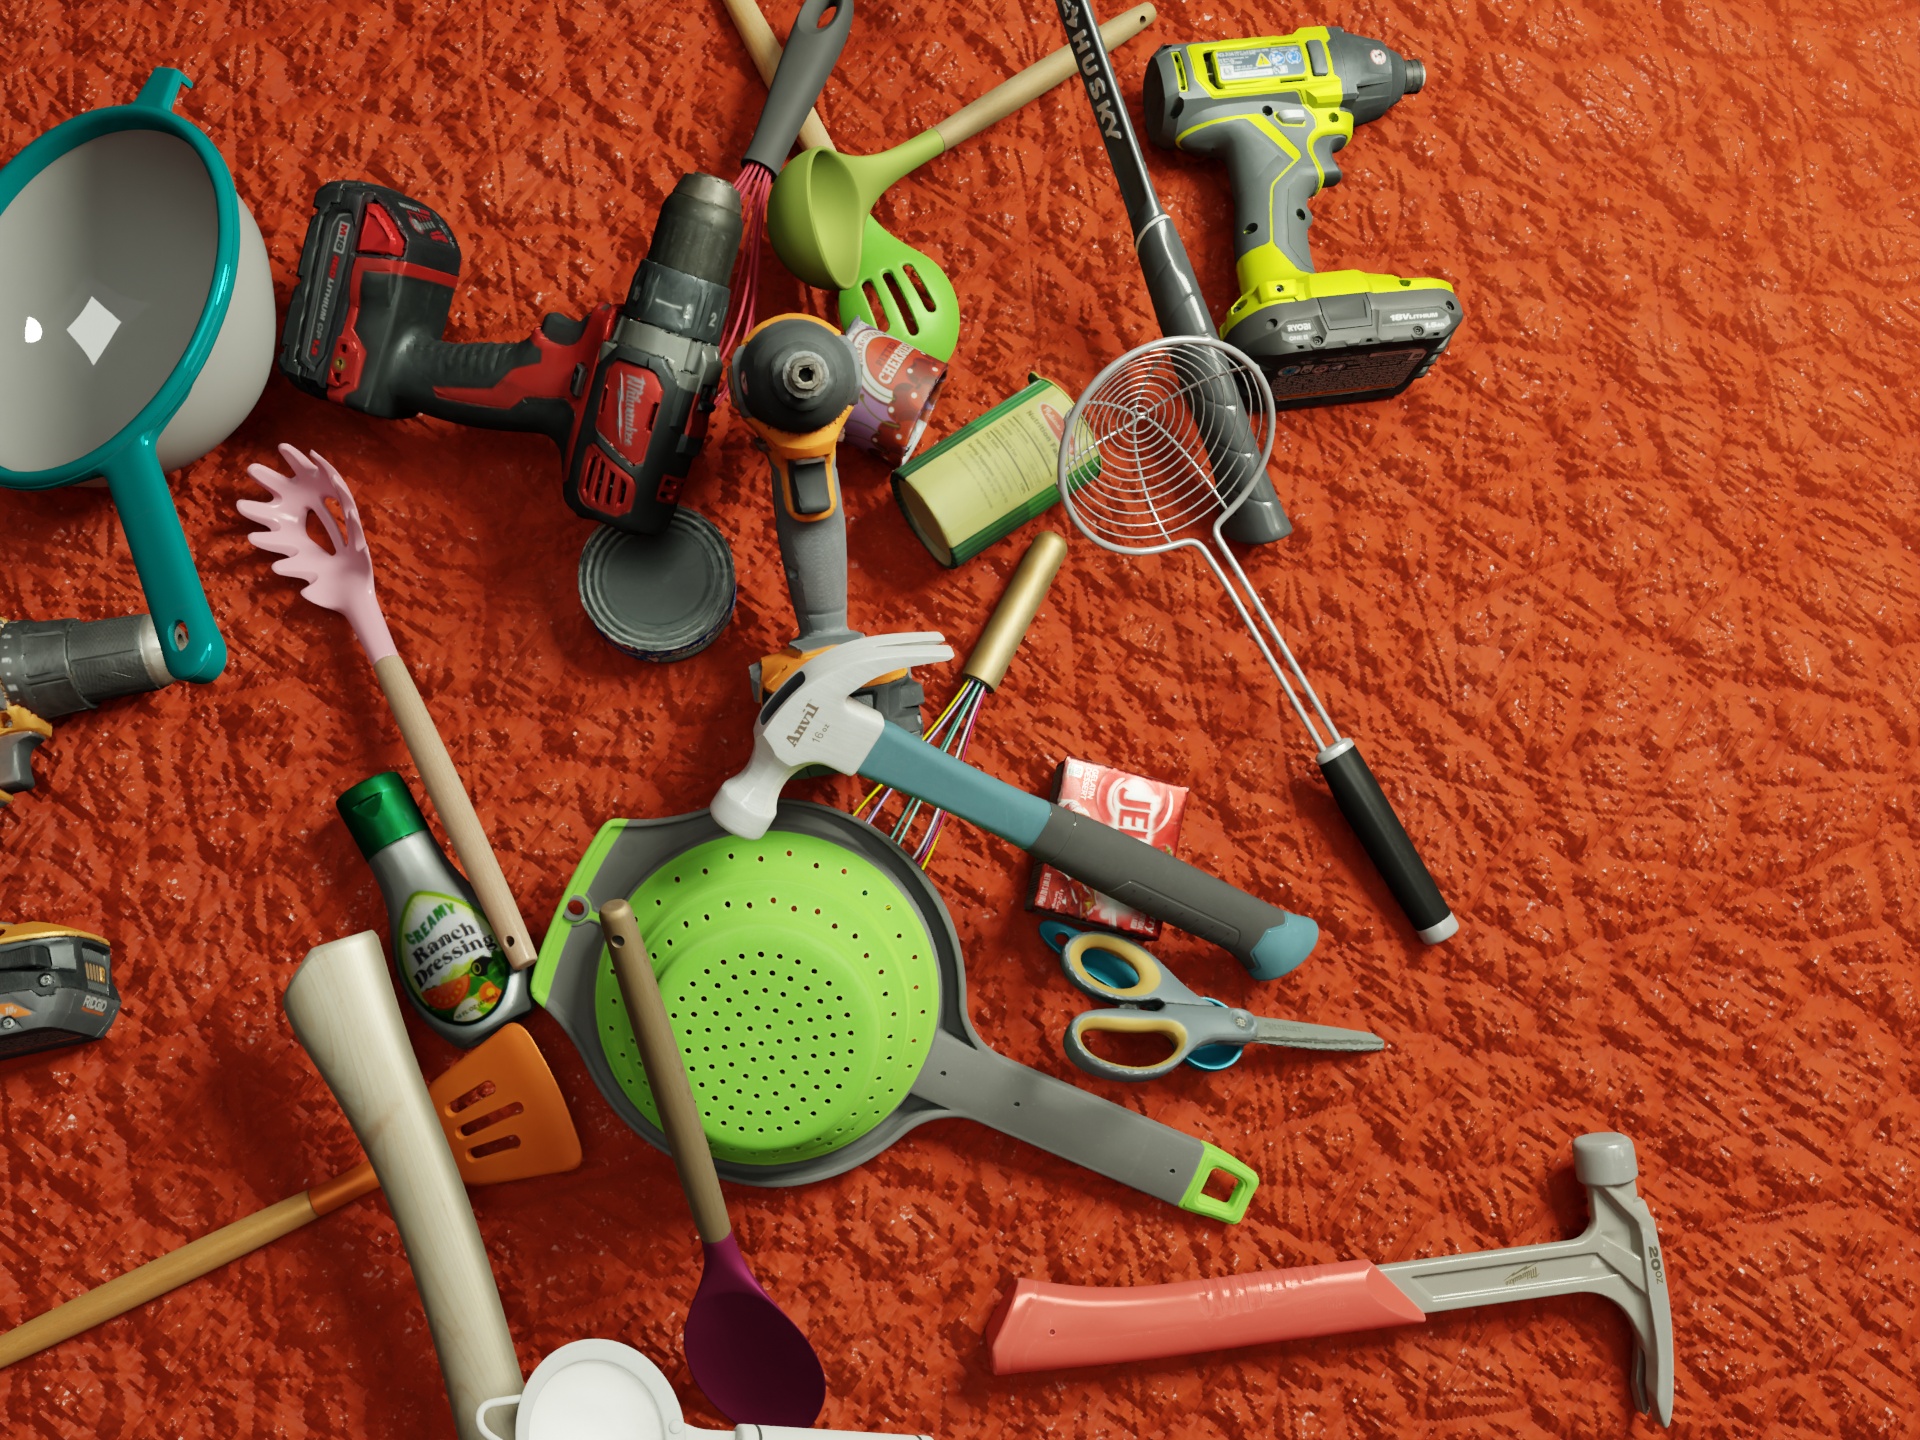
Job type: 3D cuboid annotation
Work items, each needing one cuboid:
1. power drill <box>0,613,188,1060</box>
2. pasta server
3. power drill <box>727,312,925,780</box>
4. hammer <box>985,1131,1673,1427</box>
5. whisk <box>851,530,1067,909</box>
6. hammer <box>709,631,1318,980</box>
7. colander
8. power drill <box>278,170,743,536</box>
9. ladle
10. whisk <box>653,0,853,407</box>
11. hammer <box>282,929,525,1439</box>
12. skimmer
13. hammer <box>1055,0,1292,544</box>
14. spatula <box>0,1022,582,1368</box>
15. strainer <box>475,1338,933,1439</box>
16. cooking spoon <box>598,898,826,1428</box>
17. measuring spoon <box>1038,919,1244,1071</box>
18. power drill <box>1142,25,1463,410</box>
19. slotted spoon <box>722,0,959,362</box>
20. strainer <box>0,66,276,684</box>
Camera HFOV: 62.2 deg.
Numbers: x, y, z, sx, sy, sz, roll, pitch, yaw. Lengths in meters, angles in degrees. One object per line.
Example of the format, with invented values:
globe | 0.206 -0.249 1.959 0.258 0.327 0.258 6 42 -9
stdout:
power drill | -0.484 0.053 0.810 0.185 0.084 0.226 -11 75 -9
pasta server | -0.298 -0.009 0.841 0.060 0.040 0.316 -32 75 8
power drill | -0.073 -0.090 0.805 0.084 0.164 0.226 -9 101 -8
hammer | 0.193 0.313 0.834 0.359 0.036 0.149 -6 85 -6
whisk | -0.003 -0.004 0.884 0.047 0.051 0.245 26 74 6
hammer | 0.048 0.060 0.807 0.330 0.033 0.128 27 104 -23
colander | -0.023 0.179 0.796 0.397 0.094 0.204 24 94 -6
power drill | -0.229 -0.218 0.843 0.227 0.080 0.188 21 102 10
ladle | 0.013 -0.350 0.933 0.320 0.078 0.062 -39 43 -23
whisk | -0.124 -0.300 0.916 0.073 0.073 0.296 21 80 -1
hammer | -0.228 0.298 0.773 0.146 0.038 0.410 -18 88 -10
skimmer | 0.177 -0.034 0.859 0.127 0.090 0.363 -31 91 1
hammer | 0.105 -0.292 0.890 0.036 0.149 0.409 -26 100 -30
spatula | -0.349 0.254 0.796 0.322 0.041 0.081 -25 88 -9
strainer | -0.111 0.350 0.763 0.258 0.050 0.087 17 45 -26
cooking spoon | -0.121 0.221 0.748 0.069 0.017 0.318 -6 115 10
measuring spoon | 0.096 0.151 0.875 0.129 0.021 0.042 32 54 11
power drill | 0.214 -0.308 0.952 0.171 0.080 0.223 -8 76 -7
slotted spoon | -0.088 -0.345 0.956 0.070 0.031 0.314 -26 80 -6
strainer | -0.411 -0.156 0.826 0.211 0.095 0.341 -31 70 12
